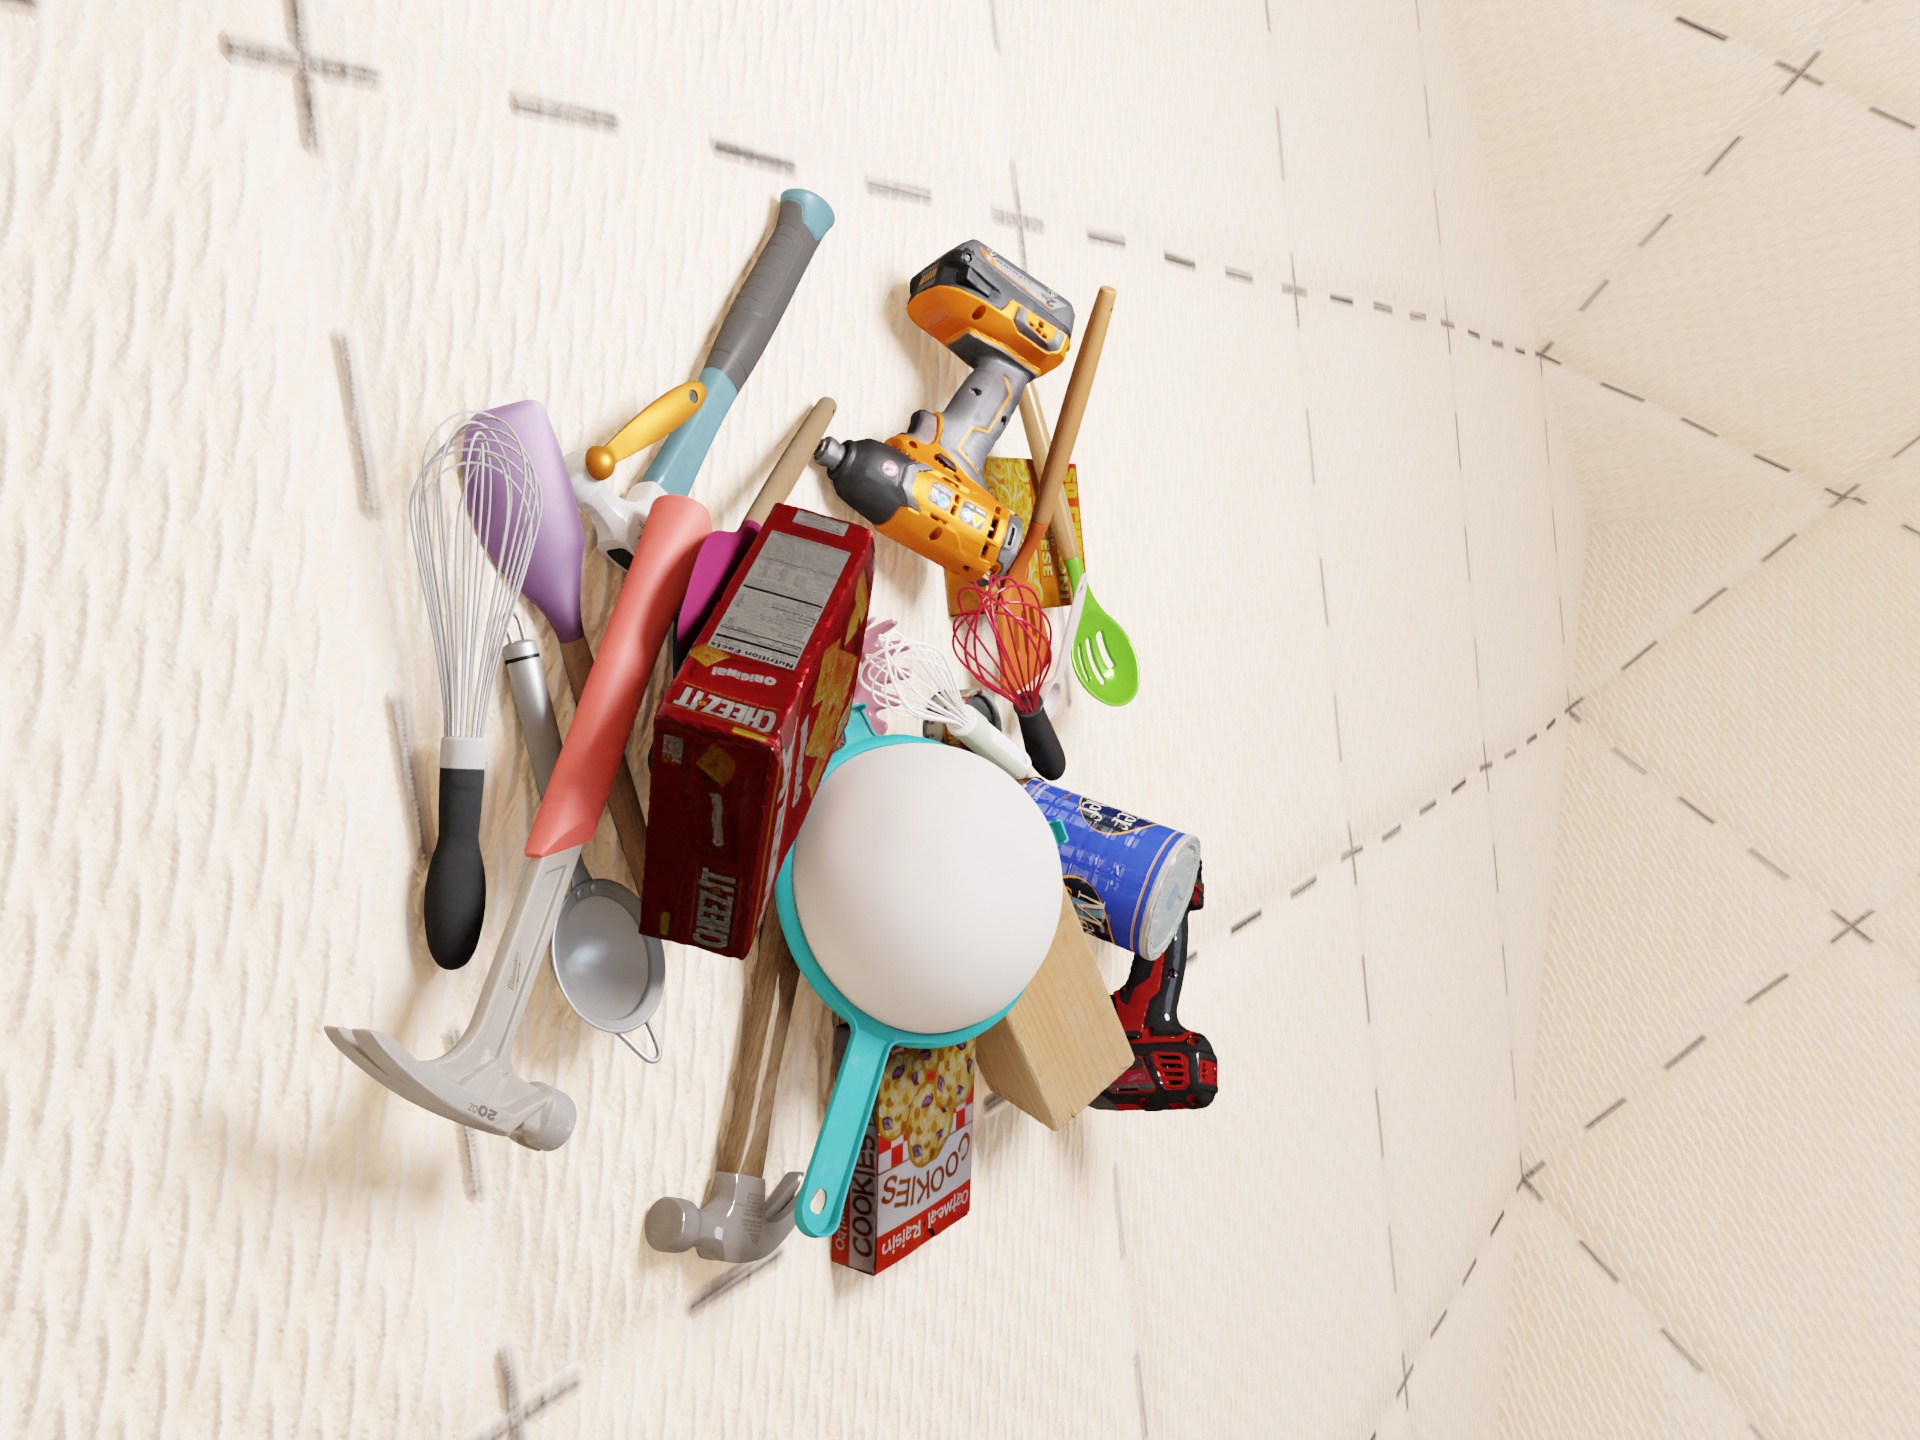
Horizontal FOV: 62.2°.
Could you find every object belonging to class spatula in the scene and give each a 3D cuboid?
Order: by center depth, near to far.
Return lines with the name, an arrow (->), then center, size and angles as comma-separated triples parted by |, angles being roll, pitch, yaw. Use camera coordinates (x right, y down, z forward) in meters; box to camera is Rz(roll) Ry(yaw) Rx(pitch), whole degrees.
spatula -> -0.213, -0.021, 0.896 | 0.060, 0.018, 0.315 | -25, 111, -30
spatula -> 0.074, -0.168, 1.197 | 0.081, 0.041, 0.322 | -36, 149, -51

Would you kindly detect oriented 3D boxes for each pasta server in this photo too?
pasta server -> -0.069, 0.087, 1.101 | 0.060, 0.040, 0.316 | 6, 83, -50

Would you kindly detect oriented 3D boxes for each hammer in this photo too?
hammer -> -0.201, 0.028, 0.820 | 0.149, 0.037, 0.359 | 52, 43, -50
hammer -> -0.148, -0.224, 1.009 | 0.128, 0.033, 0.331 | 52, 46, -41
hammer -> -0.118, 0.174, 1.020 | 0.129, 0.031, 0.331 | 34, 59, -51

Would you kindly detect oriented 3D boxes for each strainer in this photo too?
strainer -> -0.215, 0.065, 0.870 | 0.087, 0.050, 0.258 | -21, 99, -62
strainer -> -0.024, 0.153, 0.995 | 0.210, 0.095, 0.341 | 32, 57, -23

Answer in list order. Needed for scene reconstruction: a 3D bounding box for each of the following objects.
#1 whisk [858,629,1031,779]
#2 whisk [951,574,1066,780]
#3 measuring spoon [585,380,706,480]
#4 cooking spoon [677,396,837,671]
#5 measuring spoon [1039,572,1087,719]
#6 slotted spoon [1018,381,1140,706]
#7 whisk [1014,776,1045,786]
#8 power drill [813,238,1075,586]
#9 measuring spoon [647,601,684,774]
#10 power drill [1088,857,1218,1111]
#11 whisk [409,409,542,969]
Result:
whisk -> -0.002, -0.004, 1.135 | 0.246, 0.059, 0.058 | 39, 30, -59
whisk -> 0.047, -0.022, 1.198 | 0.295, 0.073, 0.073 | 66, 33, -61
measuring spoon -> -0.177, -0.170, 0.917 | 0.117, 0.011, 0.021 | -52, 127, -46
cooking spoon -> -0.121, -0.129, 0.981 | 0.319, 0.017, 0.068 | -73, 171, -53
measuring spoon -> 0.079, -0.061, 1.289 | 0.034, 0.018, 0.124 | 13, 93, -68
slotted spoon -> 0.085, -0.158, 1.301 | 0.070, 0.031, 0.313 | -28, 109, -36
whisk -> 0.009, 0.060, 1.225 | 0.245, 0.051, 0.047 | -6, 86, -61
power drill -> -0.012, -0.231, 1.161 | 0.164, 0.084, 0.227 | 26, 69, -28
measuring spoon -> -0.175, -0.015, 0.968 | 0.042, 0.021, 0.129 | 28, 54, -54
power drill -> 0.140, 0.216, 1.337 | 0.078, 0.143, 0.220 | 32, 54, -57
whisk -> -0.252, -0.016, 0.808 | 0.070, 0.070, 0.284 | 5, 87, -58
